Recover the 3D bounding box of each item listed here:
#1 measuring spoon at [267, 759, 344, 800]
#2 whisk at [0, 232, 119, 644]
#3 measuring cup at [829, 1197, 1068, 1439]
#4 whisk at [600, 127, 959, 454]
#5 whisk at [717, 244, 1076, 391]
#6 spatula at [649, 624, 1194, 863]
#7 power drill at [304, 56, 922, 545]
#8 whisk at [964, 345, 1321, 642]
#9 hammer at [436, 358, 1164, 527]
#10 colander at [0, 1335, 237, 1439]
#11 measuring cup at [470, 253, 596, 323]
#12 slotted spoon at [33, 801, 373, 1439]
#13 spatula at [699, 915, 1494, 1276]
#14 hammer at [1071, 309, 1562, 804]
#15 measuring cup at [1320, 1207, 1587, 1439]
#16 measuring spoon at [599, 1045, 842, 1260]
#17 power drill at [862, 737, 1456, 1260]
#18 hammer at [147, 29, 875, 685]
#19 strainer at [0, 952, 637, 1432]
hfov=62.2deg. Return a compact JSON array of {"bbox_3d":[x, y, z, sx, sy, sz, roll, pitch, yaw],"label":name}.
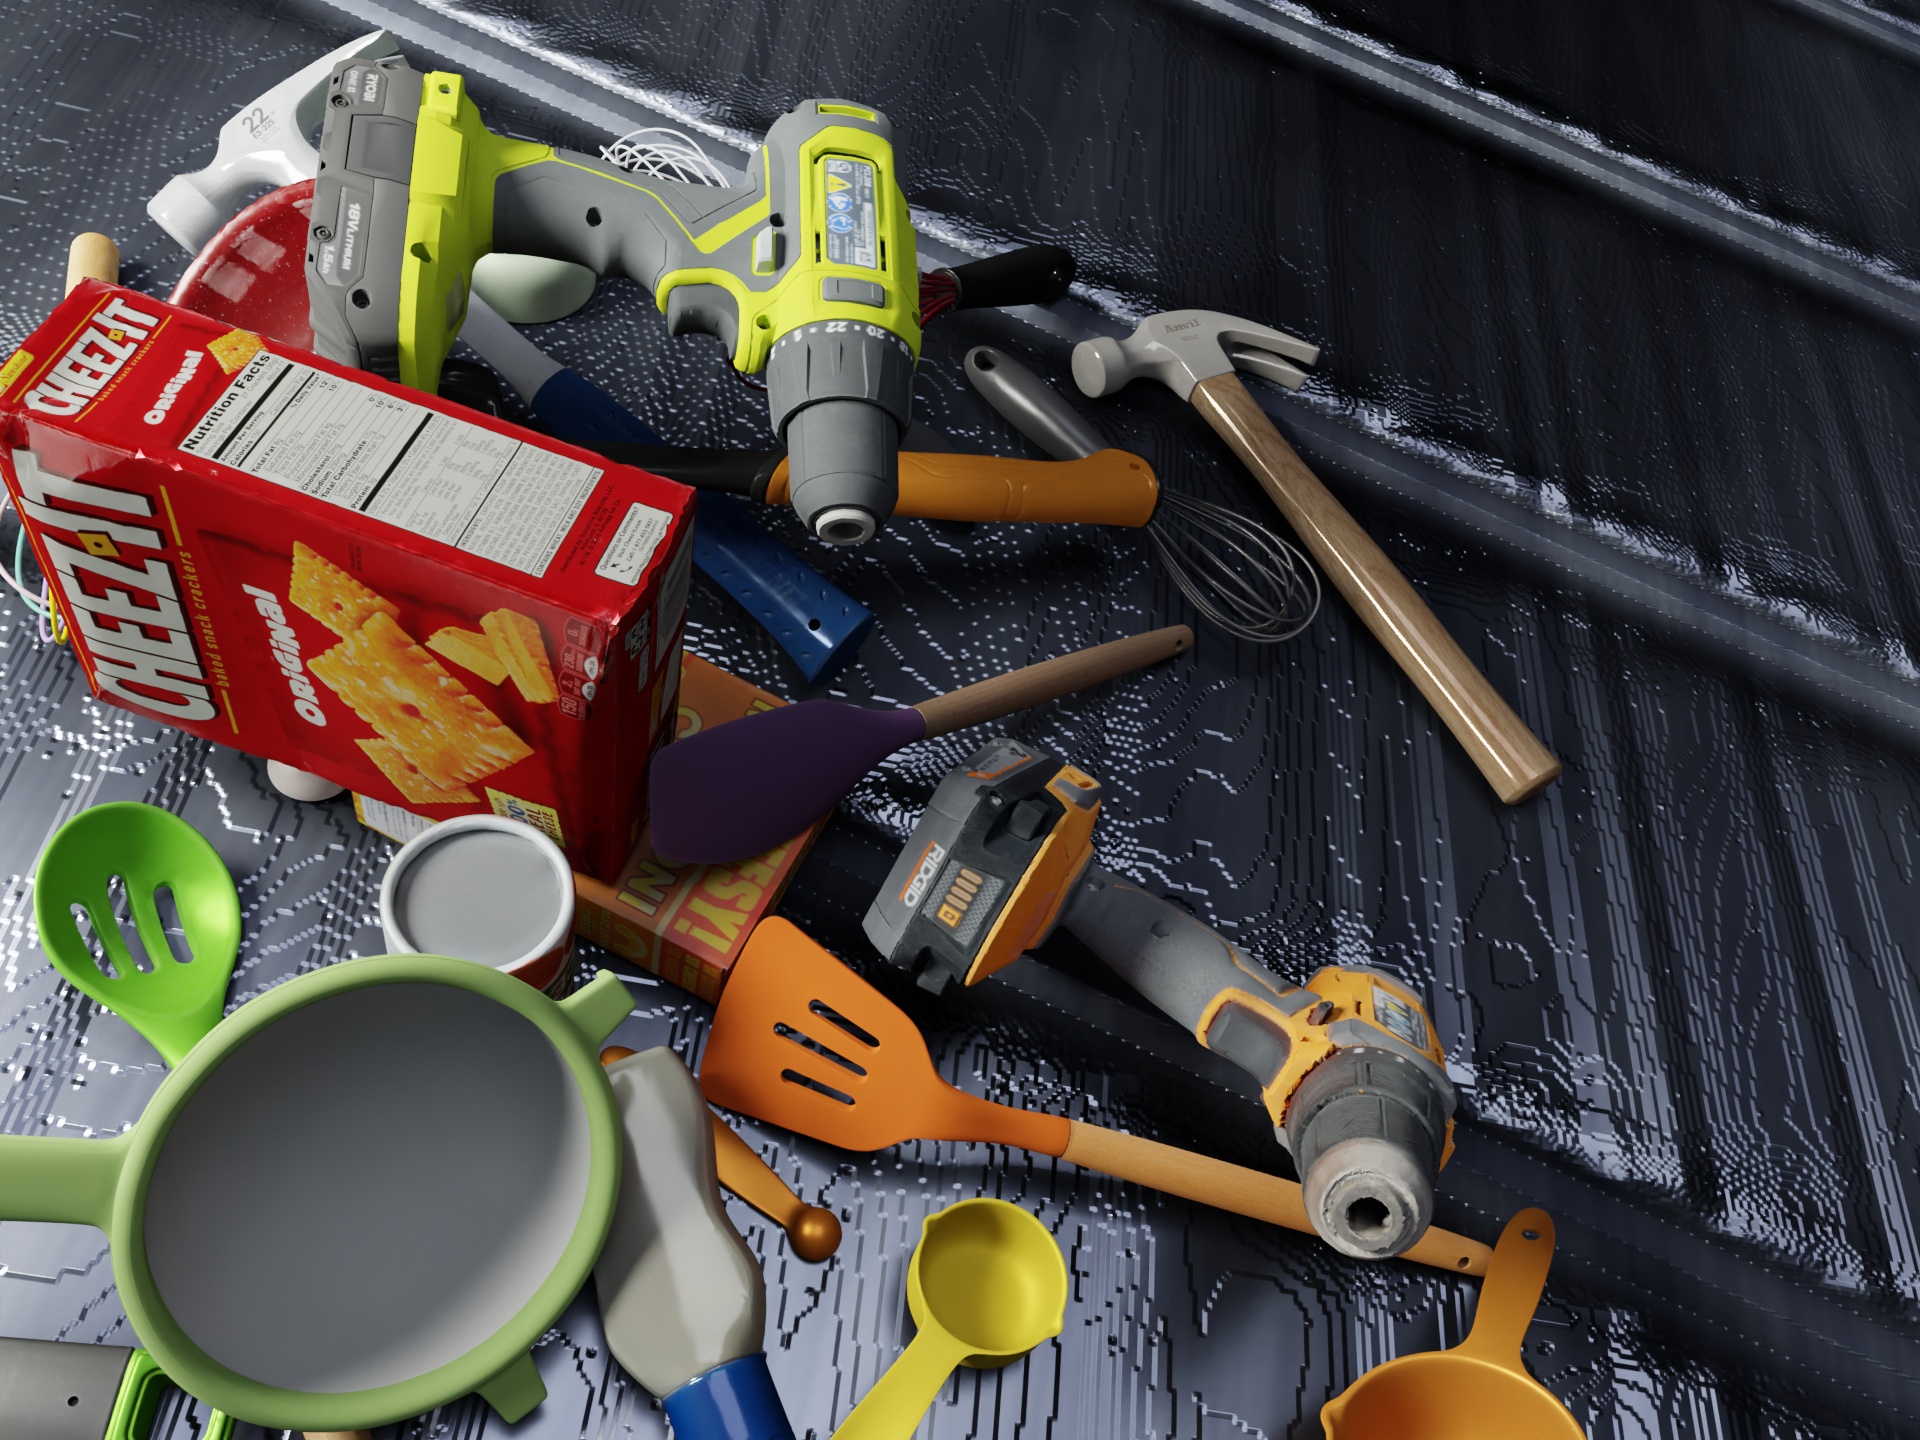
[{"bbox_3d":[-0.238,-0.013,0.668,0.034,0.018,0.124,35,54,10],"label":"measuring spoon"},{"bbox_3d":[-0.383,-0.133,0.694,0.051,0.047,0.245,-18,56,1],"label":"whisk"},{"bbox_3d":[-0.020,0.233,0.548,0.062,0.029,0.156,36,52,12],"label":"measuring cup"},{"bbox_3d":[-0.090,-0.201,0.816,0.285,0.070,0.070,46,57,11],"label":"whisk"},{"bbox_3d":[-0.020,-0.213,0.800,0.073,0.073,0.296,42,37,14],"label":"whisk"},{"bbox_3d":[-0.001,-0.002,0.680,0.316,0.059,0.018,-19,31,-42],"label":"spatula"},{"bbox_3d":[-0.126,-0.163,0.618,0.228,0.080,0.191,3,66,-15],"label":"power drill"},{"bbox_3d":[0.087,-0.121,0.812,0.055,0.055,0.239,-34,66,-31],"label":"whisk"},{"bbox_3d":[-0.055,-0.103,0.696,0.336,0.034,0.127,-1,42,-26],"label":"hammer"},{"bbox_3d":[-0.416,0.174,0.447,0.397,0.094,0.205,8,55,-9],"label":"colander"},{"bbox_3d":[-0.253,-0.276,0.828,0.083,0.038,0.168,-30,71,-30],"label":"measuring cup"},{"bbox_3d":[-0.243,0.164,0.541,0.070,0.031,0.314,-8,59,-48],"label":"slotted spoon"},{"bbox_3d":[0.061,0.162,0.614,0.322,0.081,0.041,19,14,-11],"label":"spatula"},{"bbox_3d":[0.198,-0.096,0.833,0.130,0.031,0.332,-22,65,-26],"label":"hammer"},{"bbox_3d":[0.192,0.253,0.581,0.095,0.052,0.174,7,29,29],"label":"measuring cup"},{"bbox_3d":[-0.091,0.159,0.595,0.117,0.011,0.021,37,55,11],"label":"measuring spoon"},{"bbox_3d":[0.080,0.102,0.592,0.226,0.084,0.185,31,14,7],"label":"power drill"},{"bbox_3d":[-0.198,-0.168,0.751,0.405,0.035,0.144,41,84,9],"label":"hammer"},{"bbox_3d":[-0.236,0.133,0.489,0.256,0.069,0.151,12,91,-29],"label":"strainer"}]
